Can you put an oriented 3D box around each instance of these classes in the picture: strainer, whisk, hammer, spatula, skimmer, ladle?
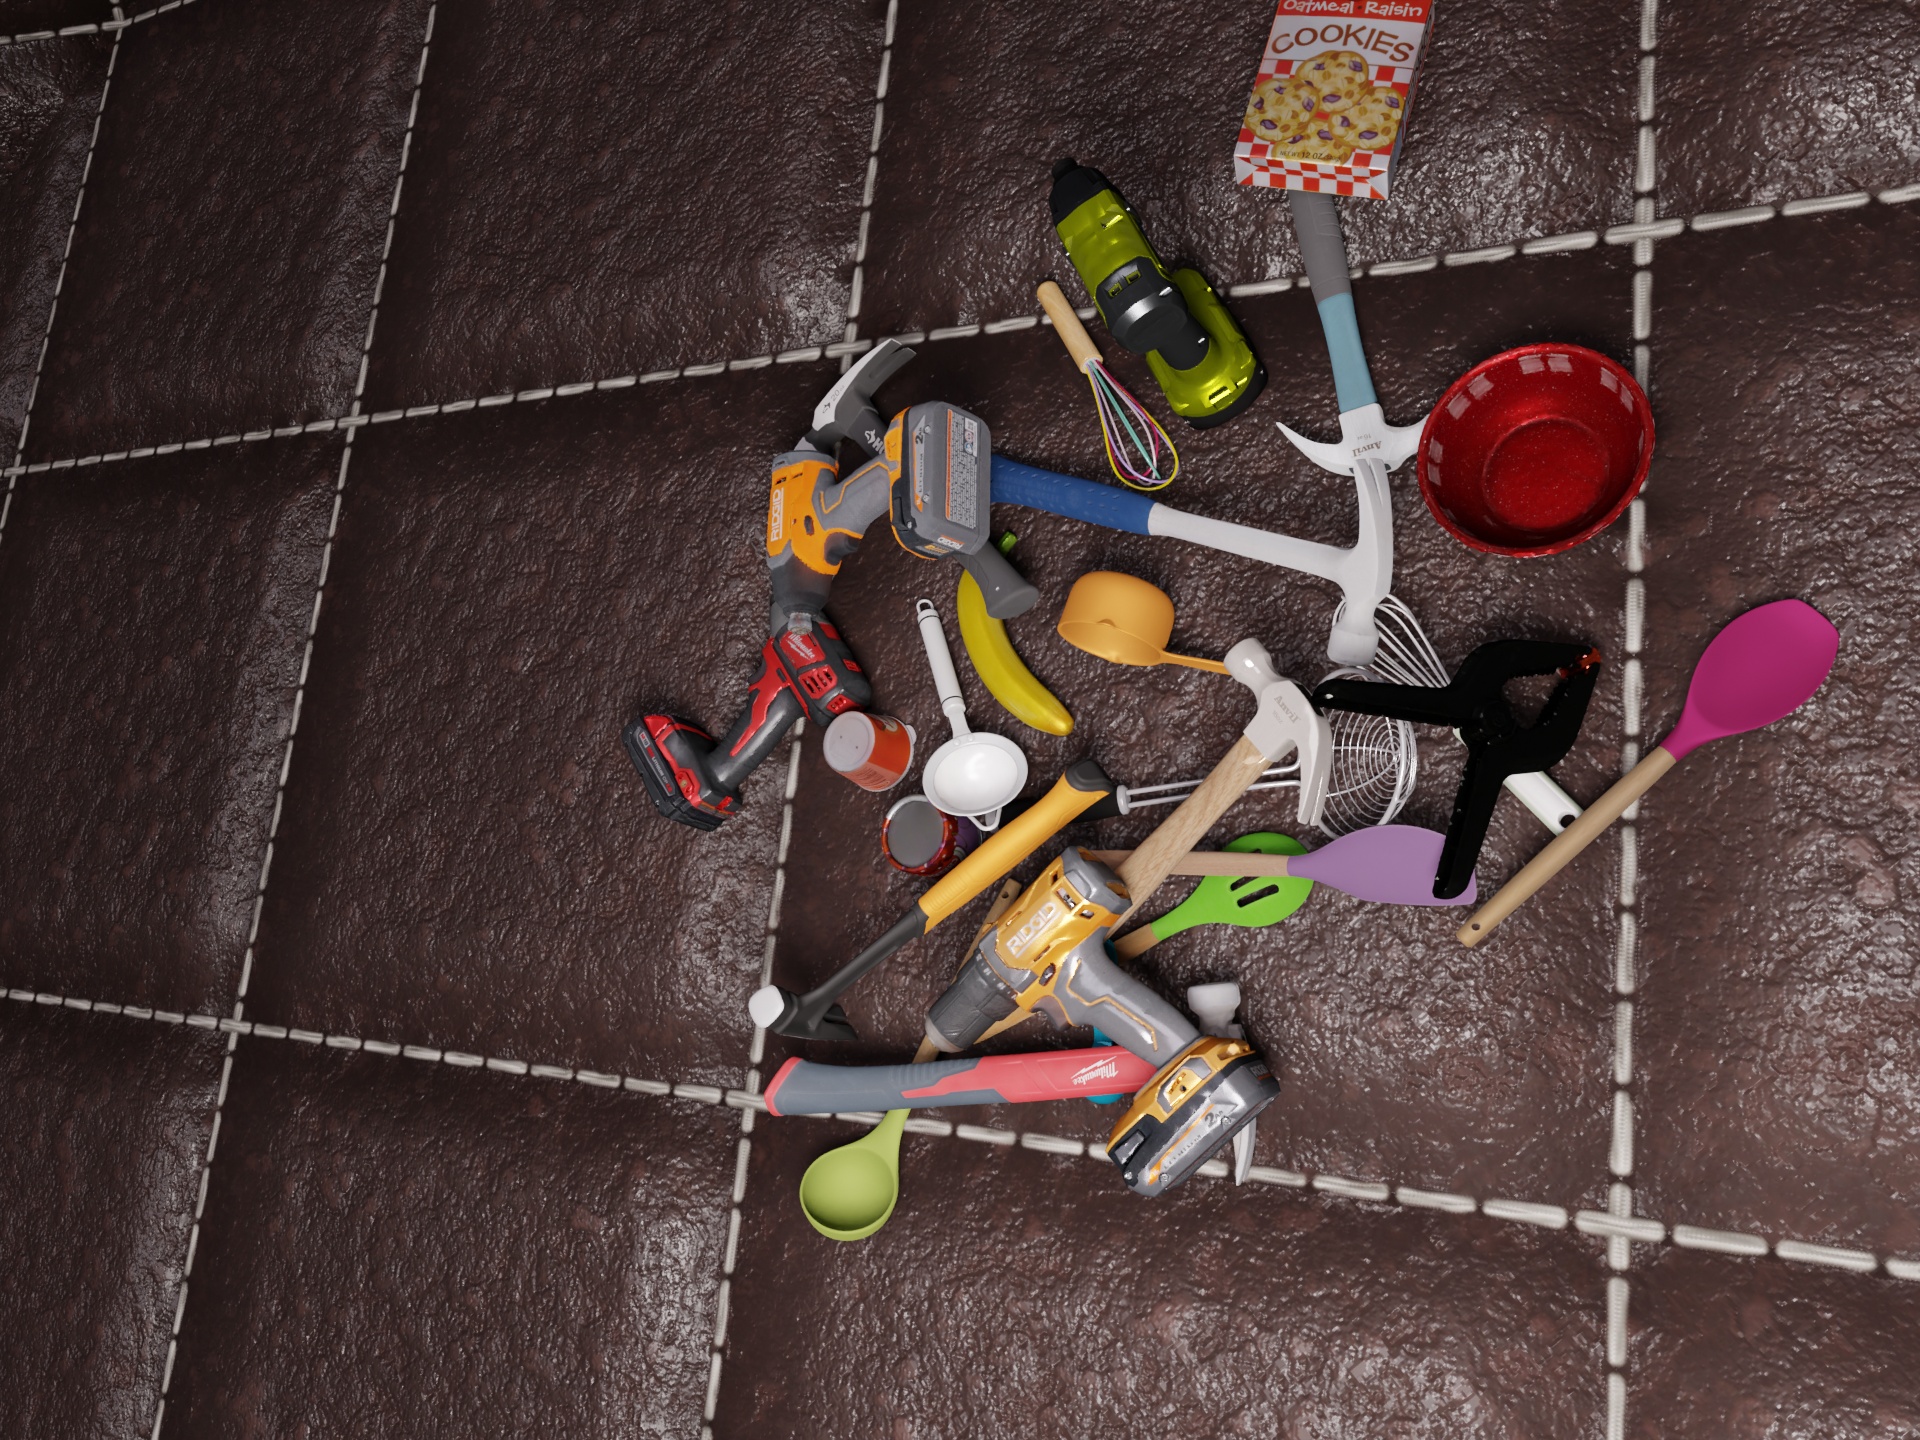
[{"bbox_3d":[-0.002,-0.004,1.339,0.087,0.050,0.259,-16,56,-1],"label":"strainer"},{"bbox_3d":[0.117,-0.288,1.355,0.047,0.051,0.245,-38,58,23],"label":"whisk"},{"bbox_3d":[0.148,0.101,1.176,0.331,0.031,0.130,-51,56,23],"label":"hammer"},{"bbox_3d":[0.298,-0.346,1.270,0.128,0.033,0.331,-16,69,25],"label":"hammer"},{"bbox_3d":[0.217,0.104,1.162,0.316,0.018,0.059,-2,107,34],"label":"spatula"},{"bbox_3d":[0.163,-0.162,1.248,0.406,0.035,0.144,23,112,44],"label":"hammer"},{"bbox_3d":[0.168,0.047,1.205,0.363,0.090,0.127,-11,76,28],"label":"skimmer"},{"bbox_3d":[-0.029,-0.202,1.389,0.146,0.035,0.335,-51,51,17],"label":"hammer"},{"bbox_3d":[-0.012,0.146,1.265,0.337,0.127,0.034,-40,59,14],"label":"hammer"},{"bbox_3d":[0.030,0.289,1.212,0.386,0.038,0.143,-10,80,20],"label":"hammer"},{"bbox_3d":[-0.032,0.271,1.285,0.078,0.062,0.320,27,88,25],"label":"ladle"},{"bbox_3d":[0.356,-0.005,1.137,0.058,0.059,0.247,-45,64,12],"label":"whisk"}]

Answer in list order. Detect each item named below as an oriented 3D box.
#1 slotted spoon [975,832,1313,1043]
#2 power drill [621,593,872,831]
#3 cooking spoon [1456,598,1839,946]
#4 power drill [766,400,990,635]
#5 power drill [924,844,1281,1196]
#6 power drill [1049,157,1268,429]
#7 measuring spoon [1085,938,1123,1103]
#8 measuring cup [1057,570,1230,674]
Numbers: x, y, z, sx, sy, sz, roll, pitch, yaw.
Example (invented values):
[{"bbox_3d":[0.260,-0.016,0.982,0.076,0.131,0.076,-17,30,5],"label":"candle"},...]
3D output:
[{"bbox_3d":[0.131,0.178,1.232,0.313,0.031,0.070,-33,64,21],"label":"slotted spoon"},{"bbox_3d":[-0.194,-0.012,1.444,0.219,0.078,0.143,-39,61,12],"label":"power drill"},{"bbox_3d":[0.454,0.040,1.065,0.319,0.017,0.069,-44,69,4],"label":"cooking spoon"},{"bbox_3d":[-0.080,-0.167,1.350,0.226,0.084,0.164,-12,71,43],"label":"power drill"},{"bbox_3d":[0.091,0.229,1.135,0.185,0.084,0.226,-46,67,13],"label":"power drill"},{"bbox_3d":[0.149,-0.331,1.239,0.080,0.223,0.171,-33,63,19],"label":"power drill"},{"bbox_3d":[0.107,0.231,1.217,0.042,0.021,0.128,2,91,27],"label":"measuring spoon"},{"bbox_3d":[0.166,-0.074,1.257,0.173,0.095,0.052,14,77,13],"label":"measuring cup"}]
